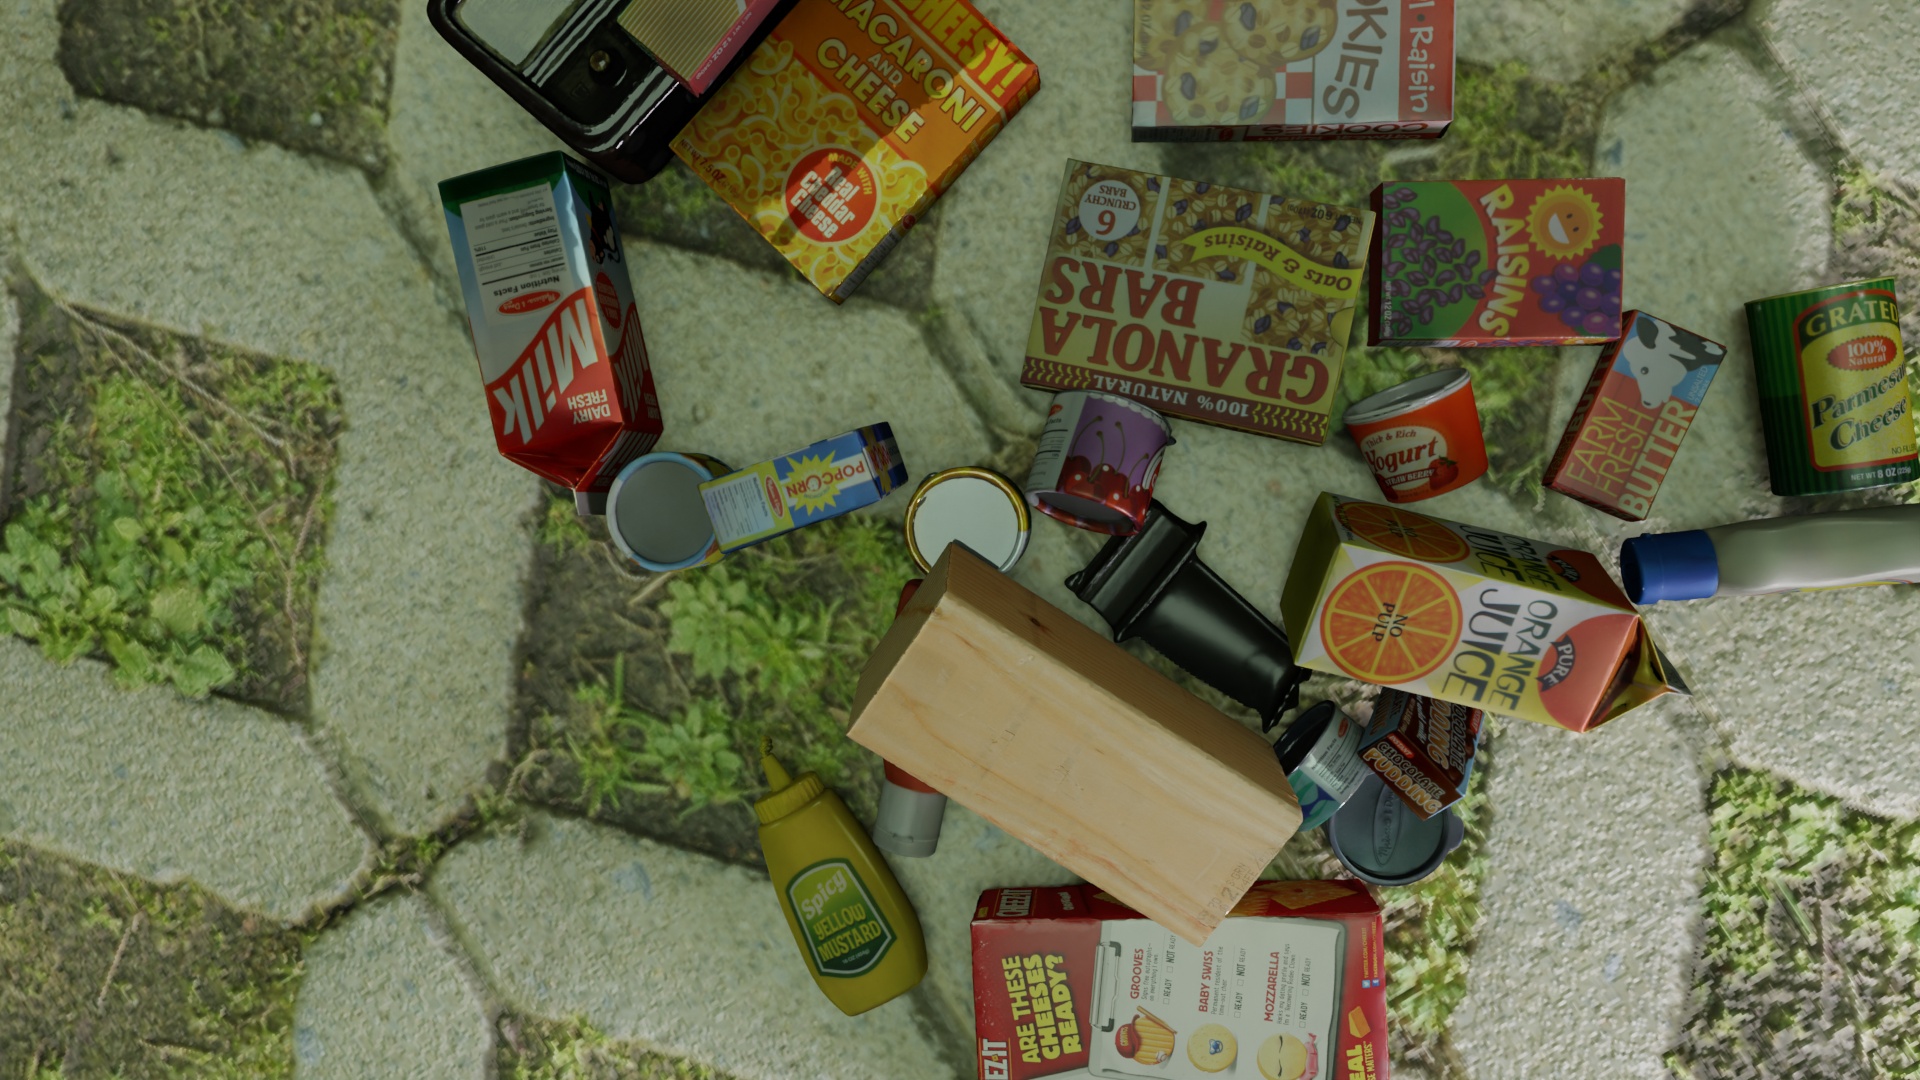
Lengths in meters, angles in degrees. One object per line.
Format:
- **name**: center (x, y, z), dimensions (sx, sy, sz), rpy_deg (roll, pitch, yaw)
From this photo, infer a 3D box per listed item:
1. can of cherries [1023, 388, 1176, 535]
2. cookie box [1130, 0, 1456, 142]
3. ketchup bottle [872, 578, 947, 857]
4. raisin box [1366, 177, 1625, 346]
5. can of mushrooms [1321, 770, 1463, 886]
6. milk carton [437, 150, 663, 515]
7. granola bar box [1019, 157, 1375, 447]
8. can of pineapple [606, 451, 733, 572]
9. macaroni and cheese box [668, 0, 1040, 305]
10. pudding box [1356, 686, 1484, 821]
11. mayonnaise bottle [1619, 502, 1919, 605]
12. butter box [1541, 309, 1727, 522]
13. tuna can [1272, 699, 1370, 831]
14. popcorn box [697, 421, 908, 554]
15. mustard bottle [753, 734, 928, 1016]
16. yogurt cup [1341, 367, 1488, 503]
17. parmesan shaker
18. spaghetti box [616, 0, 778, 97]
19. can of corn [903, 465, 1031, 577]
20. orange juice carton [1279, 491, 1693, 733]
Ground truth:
- **can of cherries**: center (0.075, -0.040, 0.738), dimensions (0.071, 0.071, 0.058), rpy_deg (17, 76, 4)
- **cookie box**: center (0.176, -0.278, 0.741), dimensions (0.167, 0.040, 0.123), rpy_deg (1, 92, 6)
- **ketchup bottle**: center (-0.016, 0.099, 0.769), dimensions (0.065, 0.043, 0.148), rpy_deg (13, 93, 5)
- **raisin box**: center (0.282, -0.146, 0.737), dimensions (0.123, 0.040, 0.086), rpy_deg (0, 91, 6)
- **can of mushrooms**: center (0.233, 0.152, 0.754), dimensions (0.071, 0.033, 0.071), rpy_deg (0, 92, 5)
- **milk carton**: center (-0.219, -0.107, 0.766), dimensions (0.073, 0.072, 0.190), rpy_deg (-13, 90, 6)
- **granola bar box**: center (0.125, -0.127, 0.744), dimensions (0.166, 0.039, 0.124), rpy_deg (12, 94, 10)
- **can of pineapple**: center (-0.154, -0.017, 0.770), dimensions (0.071, 0.058, 0.071), rpy_deg (0, 92, 5)
- **macaroni and cheese box**: center (-0.057, -0.233, 0.762), dimensions (0.124, 0.040, 0.166), rpy_deg (44, 96, 2)
- **pudding box**: center (0.242, 0.102, 0.726), dimensions (0.049, 0.084, 0.030), rpy_deg (46, 126, 1)
- **mayonnaise bottle**: center (0.425, 0.008, 0.720), dimensions (0.148, 0.065, 0.041), rpy_deg (-7, 89, 9)
- **butter box**: center (0.358, -0.066, 0.740), dimensions (0.053, 0.024, 0.103), rpy_deg (24, 94, 3)
- **tuna can**: center (0.188, 0.121, 0.743), dimensions (0.033, 0.071, 0.071), rpy_deg (41, 95, 1)
- **popcorn box**: center (-0.078, -0.030, 0.728), dimensions (0.085, 0.127, 0.038), rpy_deg (-18, 95, 6)
- **mustard bottle**: center (-0.077, 0.182, 0.775), dimensions (0.065, 0.049, 0.160), rpy_deg (-29, 90, 4)
- **yogurt cup**: center (0.242, -0.054, 0.732), dimensions (0.072, 0.072, 0.054), rpy_deg (-22, 98, 6)
- **parmesan shaker**: center (0.449, -0.078, 0.711), dimensions (0.071, 0.071, 0.103), rpy_deg (-9, 92, 5)
- **spaghetti box**: center (-0.073, -0.337, 0.696), dimensions (0.050, 0.029, 0.250), rpy_deg (40, 94, 0)
- **can of corn**: center (0.003, -0.009, 0.756), dimensions (0.071, 0.058, 0.071), rpy_deg (0, 92, 5)
- **orange juice carton**: center (0.271, 0.040, 0.716), dimensions (0.193, 0.072, 0.072), rpy_deg (13, 114, 1)
